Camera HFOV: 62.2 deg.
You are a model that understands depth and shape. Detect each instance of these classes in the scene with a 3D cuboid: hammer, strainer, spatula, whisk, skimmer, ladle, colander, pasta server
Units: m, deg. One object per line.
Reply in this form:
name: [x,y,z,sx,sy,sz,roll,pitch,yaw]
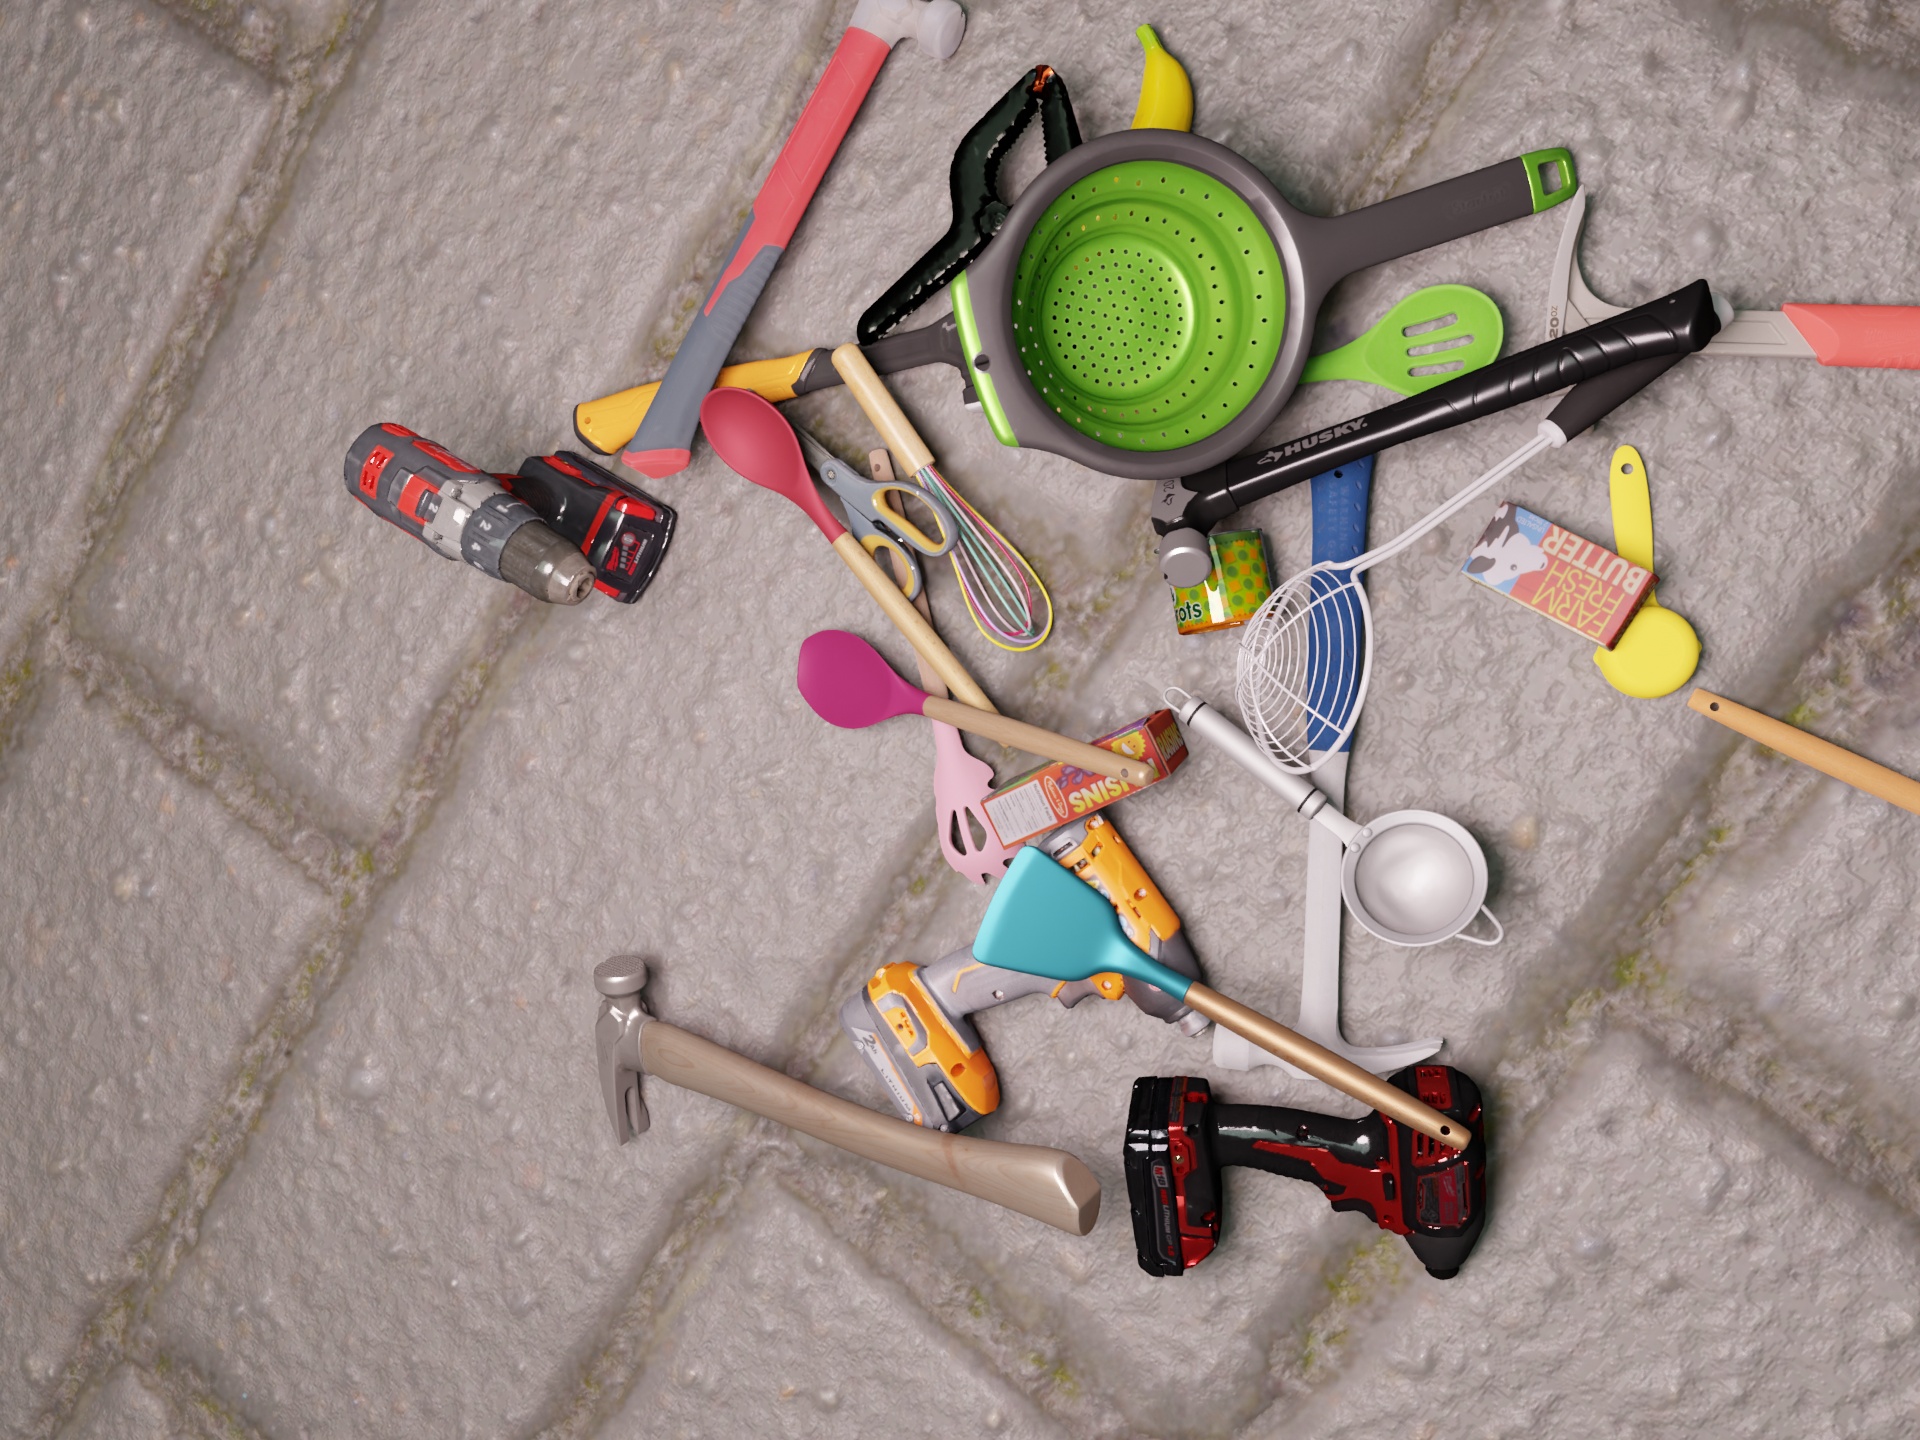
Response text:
hammer: [0.243,0.031,1.025,0.144,0.035,0.405,3,92,19]
strainer: [0.227,0.057,0.993,0.259,0.050,0.087,40,84,20]
spatula: [0.161,0.181,0.978,0.318,0.044,0.082,26,89,21]
hammer: [0.529,-0.232,0.920,0.359,0.036,0.149,6,94,19]
spatula: [0.580,0.058,0.919,0.323,0.041,0.081,29,100,20]
whisk: [-0.017,-0.152,1.089,0.047,0.051,0.245,-34,90,25]
skimmer: [0.312,-0.111,0.946,0.363,0.127,0.090,-37,117,4]
ladle: [-0.066,-0.105,1.085,0.315,0.031,0.069,50,136,3]
colander: [0.186,-0.280,0.996,0.397,0.094,0.204,-19,102,-5]
hammer: [0.272,-0.184,0.948,0.335,0.146,0.035,-19,128,23]
pasta server: [-0.019,-0.039,1.121,0.060,0.040,0.316,-16,82,19]
hammer: [-0.148,-0.352,1.119,0.143,0.038,0.386,29,92,17]
hammer: [-0.131,-0.255,1.146,0.337,0.034,0.127,-9,89,19]
hammer: [-0.092,0.277,1.081,0.411,0.038,0.146,11,112,32]

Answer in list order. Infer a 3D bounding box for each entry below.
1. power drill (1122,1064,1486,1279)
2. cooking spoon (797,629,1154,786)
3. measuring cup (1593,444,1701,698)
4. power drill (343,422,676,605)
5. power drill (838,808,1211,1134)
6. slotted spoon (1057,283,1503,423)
power drill: [0.221,0.293,1.013,0.219,0.079,0.143,-4,111,14]
cooking spoon: [-0.002,-0.003,1.062,0.319,0.017,0.068,18,106,40]
measuring cup: [0.413,-0.090,0.966,0.062,0.029,0.156,-7,91,19]
power drill: [-0.288,-0.132,1.101,0.188,0.226,0.080,31,101,16]
power drill: [0.049,0.188,1.075,0.226,0.084,0.164,-38,82,13]
slotted spoon: [0.191,-0.224,1.041,0.314,0.031,0.070,-7,89,21]
